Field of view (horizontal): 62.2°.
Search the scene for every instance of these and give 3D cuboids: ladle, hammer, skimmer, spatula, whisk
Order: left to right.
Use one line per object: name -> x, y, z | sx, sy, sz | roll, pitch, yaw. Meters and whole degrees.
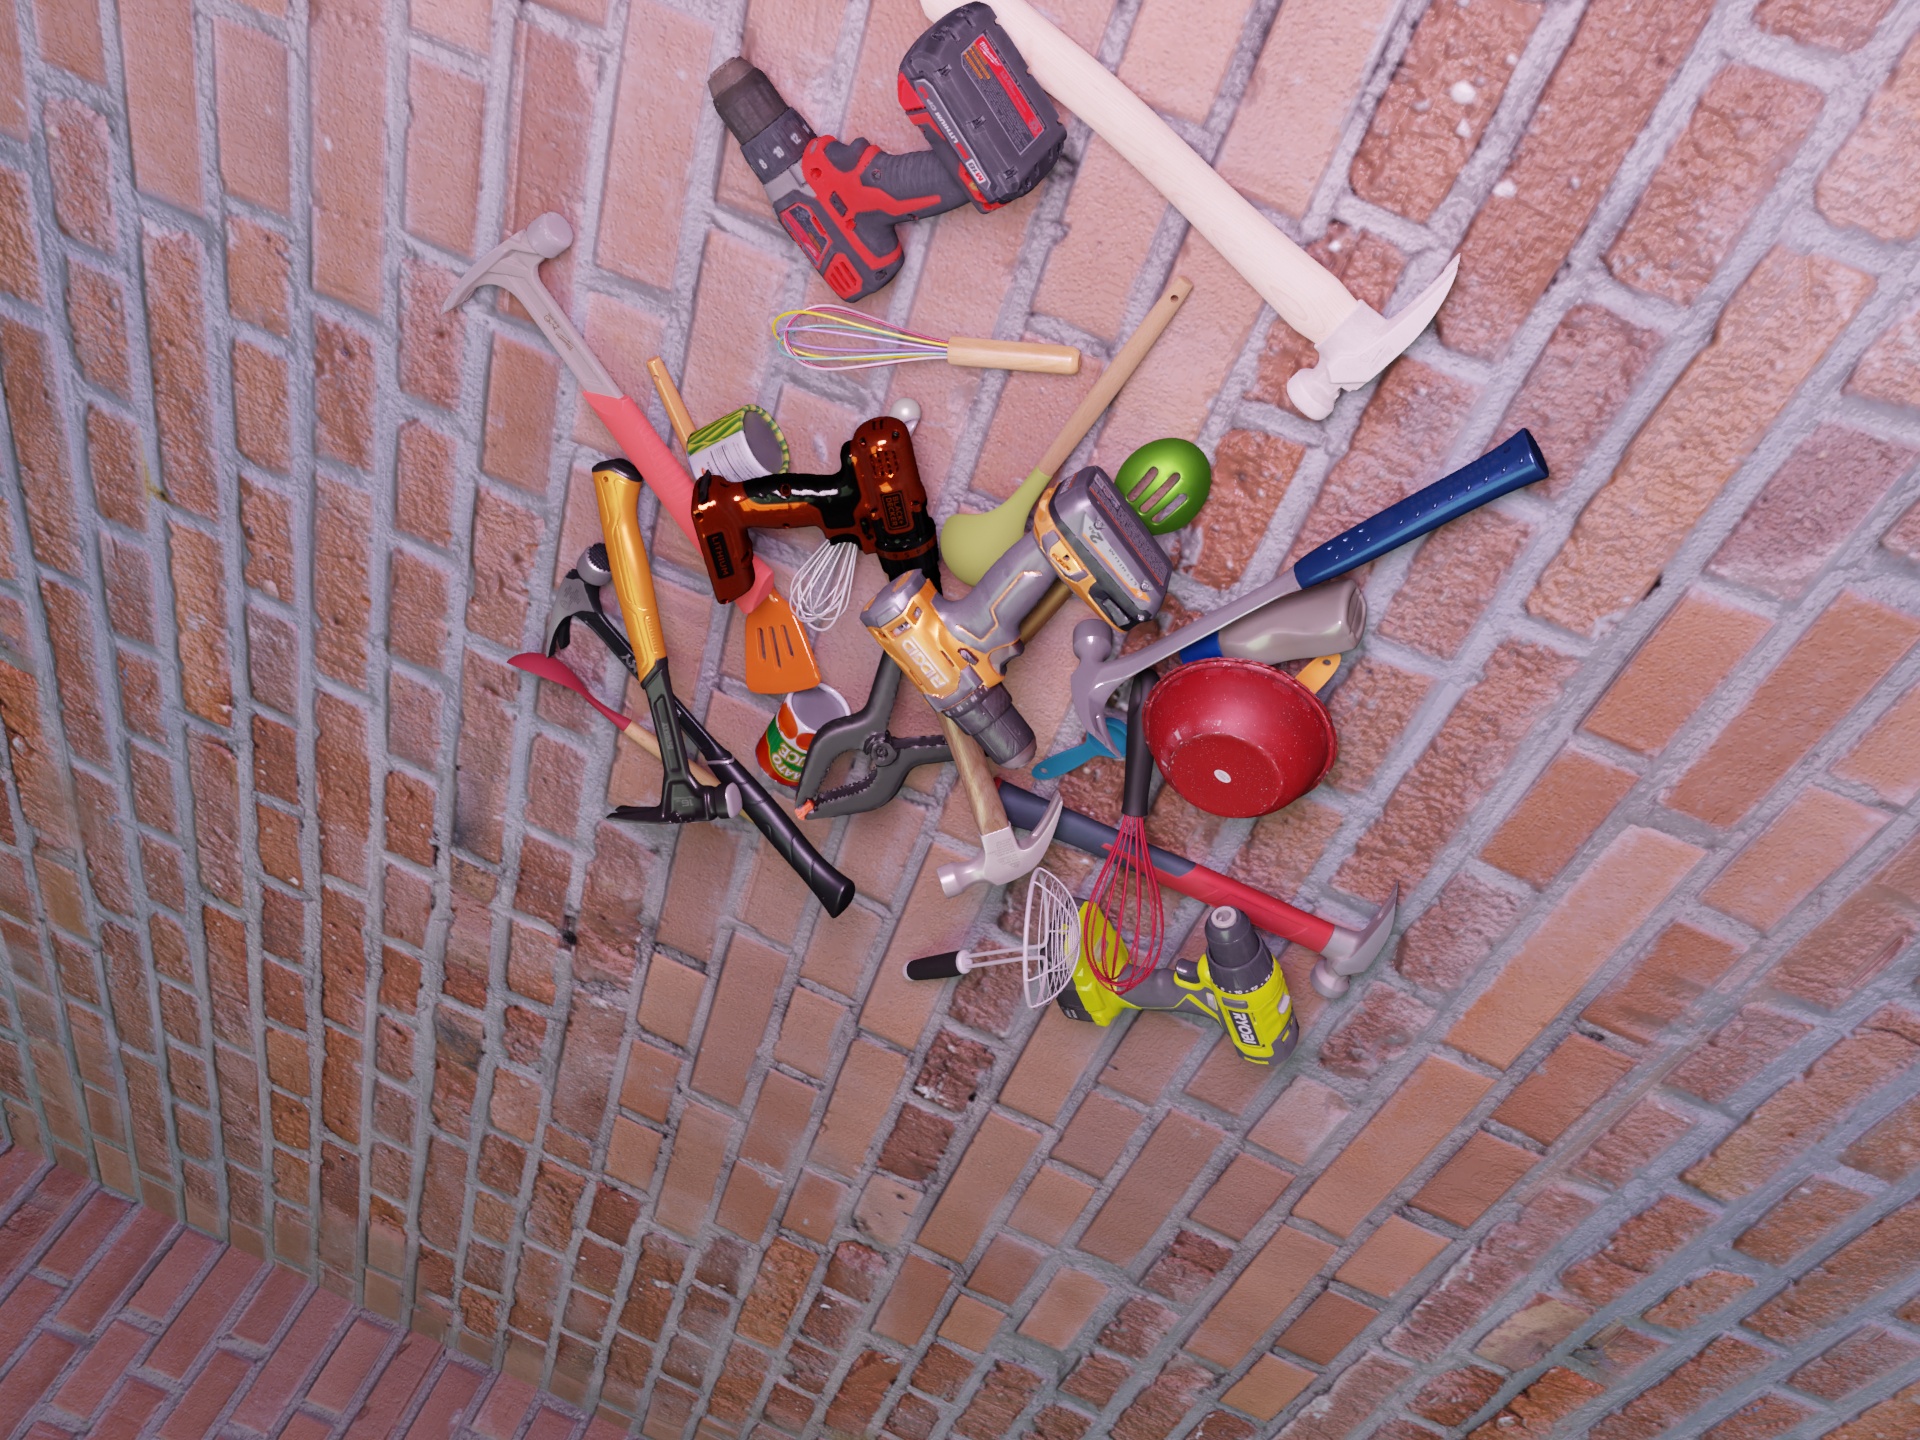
hammer -> -0.282, -0.239, 1.340 | 0.149, 0.037, 0.359 | -23, 110, 37
hammer -> -0.289, -0.066, 1.435 | 0.127, 0.034, 0.336 | -5, 105, 15
ladle -> -0.314, 0.022, 1.598 | 0.315, 0.031, 0.069 | 37, 175, -14
hammer -> -0.243, 0.026, 1.504 | 0.409, 0.036, 0.149 | 49, 134, 1
spatula -> -0.206, -0.166, 1.392 | 0.081, 0.041, 0.322 | -5, 125, 27
whisk -> -0.087, -0.170, 1.337 | 0.059, 0.057, 0.246 | 53, 134, 25
whisk -> -0.030, -0.287, 1.218 | 0.245, 0.051, 0.047 | 8, 125, 13
hammer -> -0.002, -0.004, 1.405 | 0.130, 0.031, 0.331 | -19, 110, -1
skimmer -> 0.008, 0.224, 1.536 | 0.090, 0.127, 0.363 | 12, 162, -27
ladle -> 0.082, -0.219, 1.236 | 0.078, 0.062, 0.320 | 32, 126, -9
whisk -> 0.151, 0.100, 1.389 | 0.073, 0.073, 0.295 | 8, 102, 17
hammer -> 0.146, -0.382, 1.069 | 0.410, 0.038, 0.146 | 38, 130, -10
hammer -> 0.206, 0.132, 1.470 | 0.386, 0.038, 0.143 | 24, 132, 3
hammer -> 0.250, -0.101, 1.214 | 0.405, 0.144, 0.035 | -28, 128, 30

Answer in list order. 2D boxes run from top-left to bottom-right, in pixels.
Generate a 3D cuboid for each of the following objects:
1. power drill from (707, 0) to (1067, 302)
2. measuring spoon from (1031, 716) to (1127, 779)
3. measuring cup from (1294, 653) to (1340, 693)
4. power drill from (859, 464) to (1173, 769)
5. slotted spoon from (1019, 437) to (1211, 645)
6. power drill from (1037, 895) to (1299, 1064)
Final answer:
power drill -> -0.060, -0.402, 1.091 | 0.227, 0.080, 0.187 | -12, 125, 47
measuring spoon -> 0.109, 0.025, 1.441 | 0.042, 0.021, 0.128 | 44, 140, -15
measuring cup -> 0.260, -0.015, 1.317 | 0.095, 0.052, 0.173 | 34, 131, -7
power drill -> 0.057, -0.072, 1.250 | 0.226, 0.084, 0.185 | -31, 106, 27
slotted spoon -> 0.087, -0.108, 1.293 | 0.070, 0.031, 0.313 | 39, 123, -7
power drill -> 0.194, 0.232, 1.496 | 0.228, 0.080, 0.190 | 5, 137, 33
